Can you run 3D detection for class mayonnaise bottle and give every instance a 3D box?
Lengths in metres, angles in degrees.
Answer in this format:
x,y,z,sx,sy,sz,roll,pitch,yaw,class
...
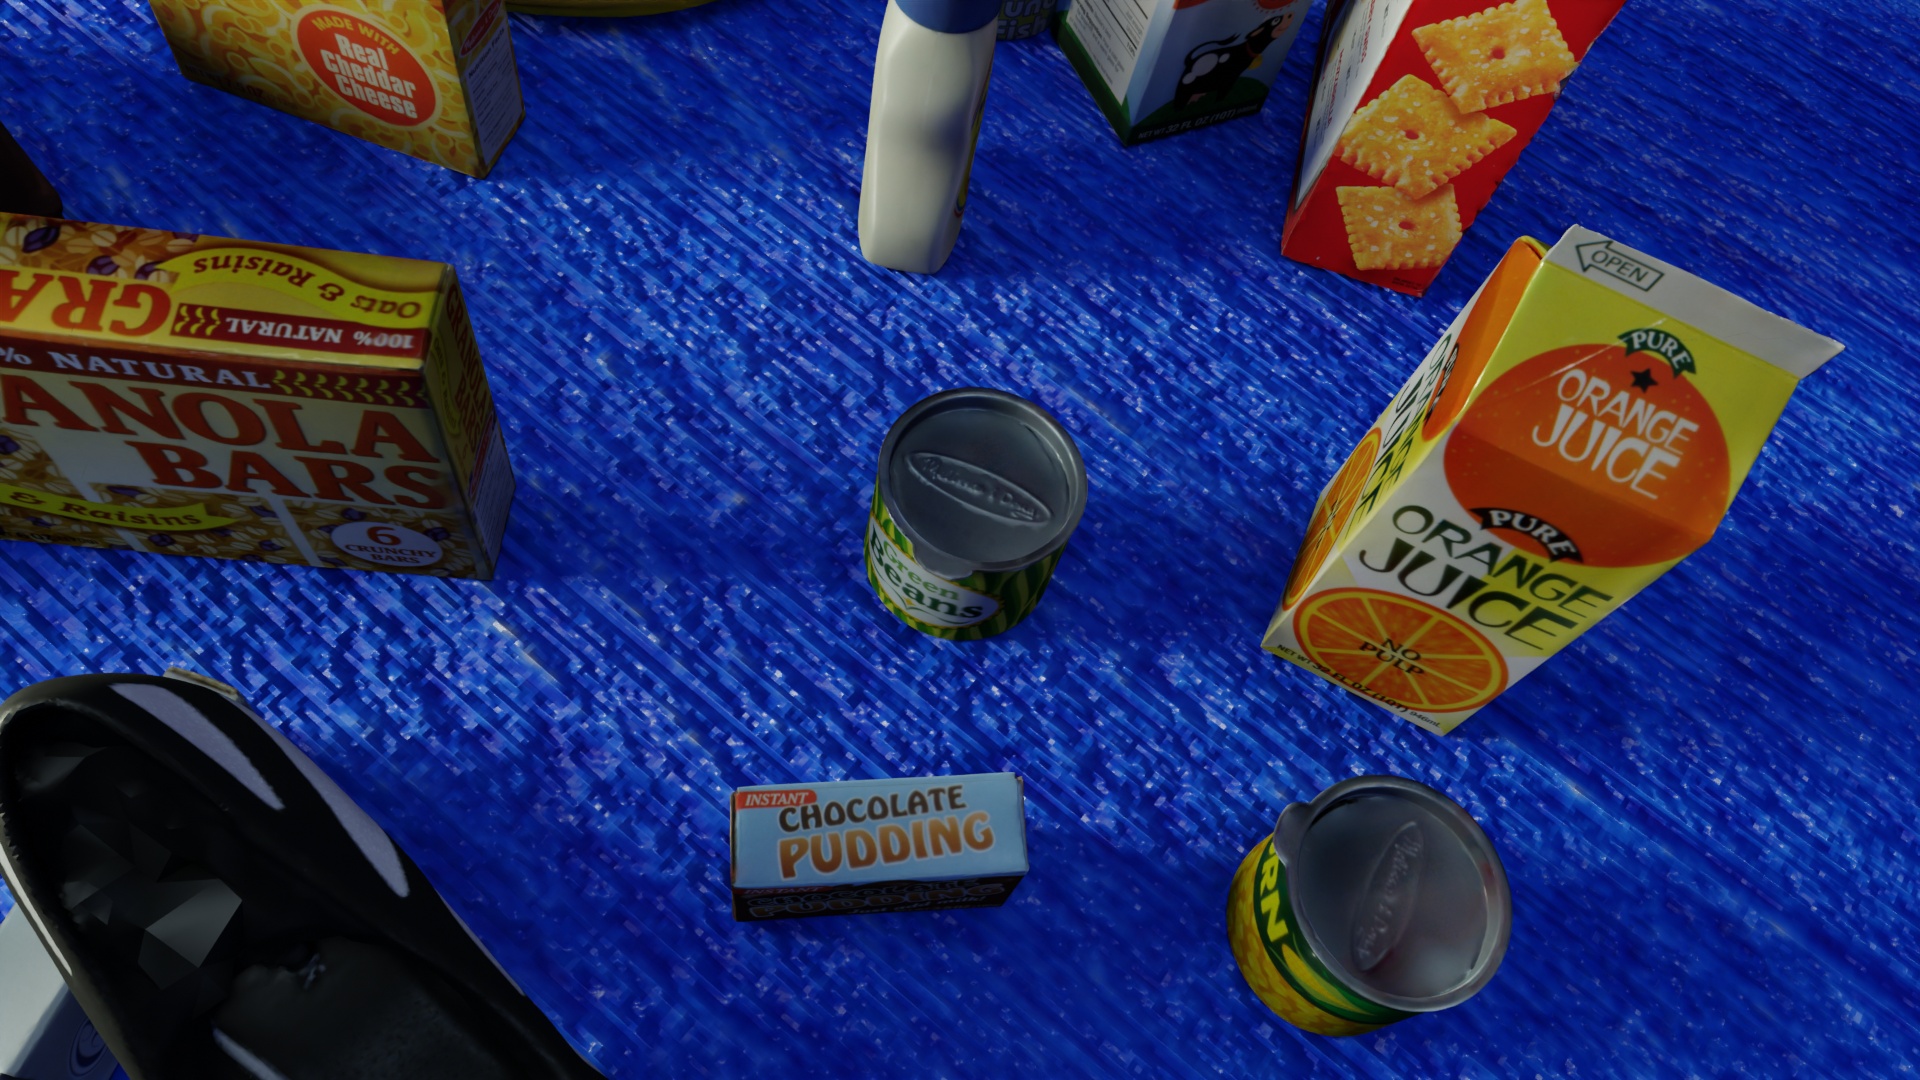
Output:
x,y,z,sx,sy,sz,roll,pitch,yaw,class
-0.009,-0.160,0.483,0.041,0.147,0.065,11,62,-4,mayonnaise bottle

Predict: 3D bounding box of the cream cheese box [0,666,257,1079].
x,y,z,sx,sy,sz,roll,pitch,yaw,class
-0.220,0.091,0.368,0.024,0.053,0.104,19,61,1,cream cheese box

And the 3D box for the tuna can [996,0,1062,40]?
x,y,z,sx,sy,sz,roll,pitch,yaw,class
0.017,-0.249,0.600,0.071,0.032,0.071,4,62,-8,tuna can

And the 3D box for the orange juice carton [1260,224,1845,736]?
x,y,z,sx,sy,sz,roll,pitch,yaw,class
0.163,-0.018,0.412,0.072,0.191,0.073,26,62,5,orange juice carton

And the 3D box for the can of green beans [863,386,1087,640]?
x,y,z,sx,sy,sz,roll,pitch,yaw,class
0.003,-0.007,0.456,0.071,0.057,0.071,4,62,-8,can of green beans

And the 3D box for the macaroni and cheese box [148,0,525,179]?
x,y,z,sx,sy,sz,roll,pitch,yaw,class
-0.220,-0.208,0.462,0.124,0.165,0.040,19,61,0,macaroni and cheese box

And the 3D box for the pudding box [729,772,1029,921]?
x,y,z,sx,sy,sz,roll,pitch,yaw,class
-0.025,0.090,0.404,0.084,0.049,0.030,-1,63,-10,pudding box

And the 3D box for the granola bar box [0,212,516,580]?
x,y,z,sx,sy,sz,roll,pitch,yaw,class
-0.222,-0.036,0.395,0.166,0.123,0.039,5,62,-7,granola bar box

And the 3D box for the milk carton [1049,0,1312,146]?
x,y,z,sx,sy,sz,roll,pitch,yaw,class
0.099,-0.247,0.523,0.072,0.189,0.073,-20,68,-18,milk carton

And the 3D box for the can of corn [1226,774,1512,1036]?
x,y,z,sx,sy,sz,roll,pitch,yaw,class
0.117,0.109,0.414,0.071,0.058,0.071,4,62,-8,can of corn
